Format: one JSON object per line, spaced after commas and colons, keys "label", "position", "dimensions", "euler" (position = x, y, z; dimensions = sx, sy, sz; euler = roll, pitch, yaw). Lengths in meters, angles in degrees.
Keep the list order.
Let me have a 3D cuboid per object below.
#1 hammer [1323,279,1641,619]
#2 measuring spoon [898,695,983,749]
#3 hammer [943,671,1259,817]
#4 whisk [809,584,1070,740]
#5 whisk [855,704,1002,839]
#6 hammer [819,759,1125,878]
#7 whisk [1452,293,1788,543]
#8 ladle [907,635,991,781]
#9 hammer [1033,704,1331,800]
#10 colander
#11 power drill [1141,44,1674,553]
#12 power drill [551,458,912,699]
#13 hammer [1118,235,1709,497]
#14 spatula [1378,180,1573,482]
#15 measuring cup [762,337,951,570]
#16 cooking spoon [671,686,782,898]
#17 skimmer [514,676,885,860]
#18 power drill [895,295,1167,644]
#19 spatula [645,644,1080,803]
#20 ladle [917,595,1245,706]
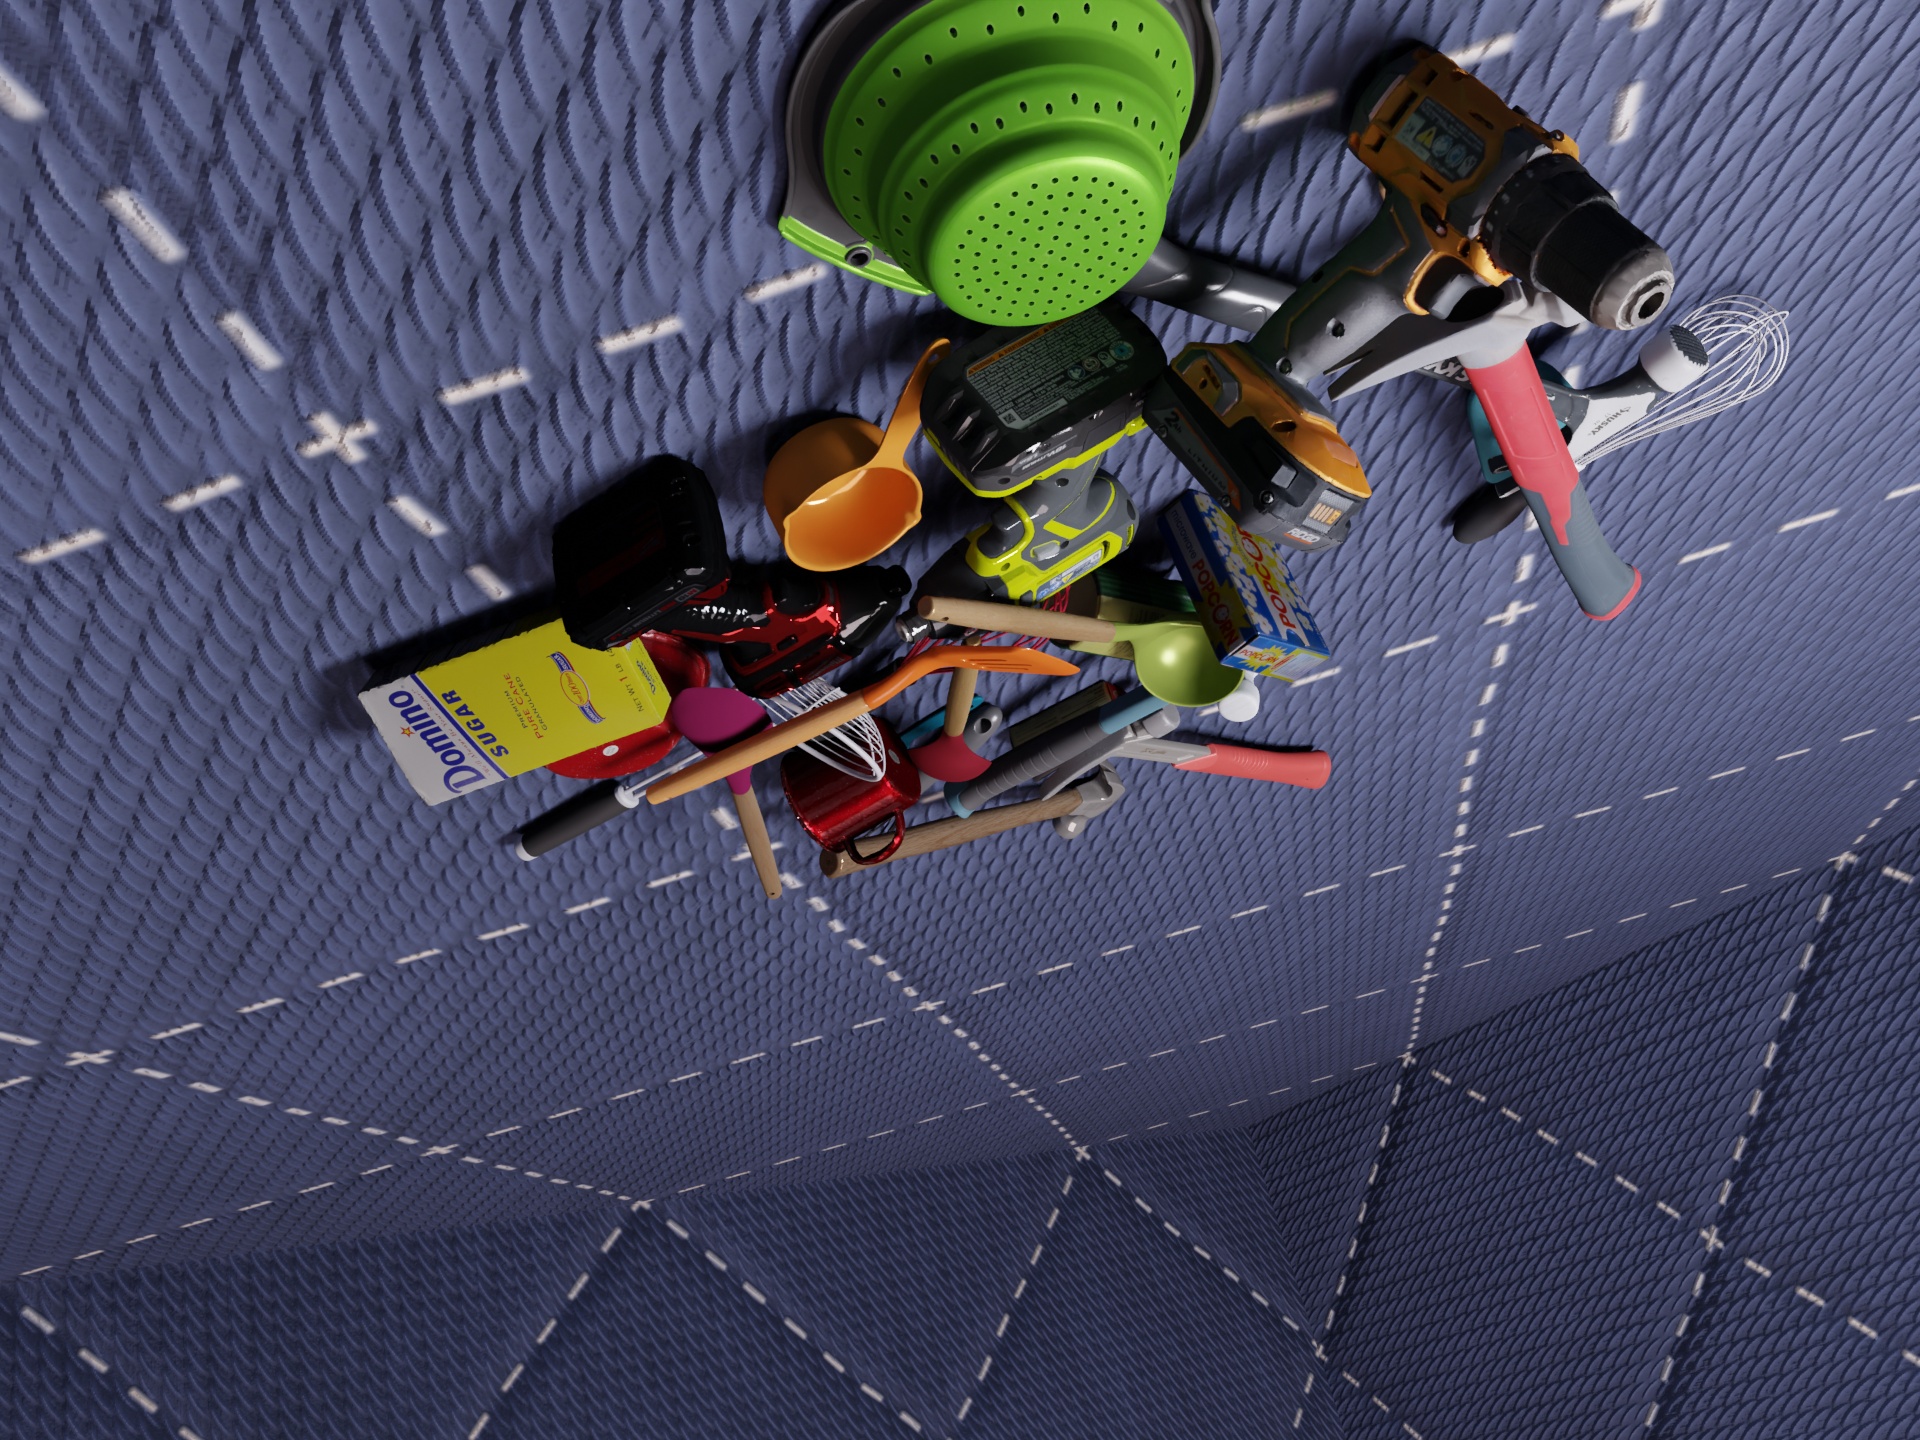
{"label": "hammer", "position": [0.353, -0.149, 1.001], "dimensions": [0.143, 0.038, 0.385], "euler": [-18, 151, 24]}
{"label": "measuring spoon", "position": [-0.030, 0.015, 1.322], "dimensions": [0.128, 0.021, 0.042], "euler": [-29, 152, 30]}
{"label": "hammer", "position": [0.107, 0.005, 1.274], "dimensions": [0.331, 0.128, 0.033], "euler": [-29, 121, 37]}
{"label": "whisk", "position": [-0.028, -0.044, 1.166], "dimensions": [0.073, 0.073, 0.296], "euler": [8, 153, -40]}
{"label": "whisk", "position": [-0.044, 0.053, 1.376], "dimensions": [0.055, 0.055, 0.239], "euler": [10, 141, -42]}
{"label": "hammer", "position": [0.018, 0.093, 1.433], "dimensions": [0.331, 0.031, 0.130], "euler": [-11, 155, -38]}
{"label": "whisk", "position": [0.448, -0.199, 1.110], "dimensions": [0.070, 0.070, 0.284], "euler": [2, 155, -32]}
{"label": "ladle", "position": [-0.002, -0.004, 1.172], "dimensions": [0.069, 0.031, 0.315], "euler": [8, 161, -1]}
{"label": "hammer", "position": [0.228, 0.040, 1.470], "dimensions": [0.149, 0.037, 0.358], "euler": [-33, 154, 34]}
{"label": "colander", "position": [0.082, -0.284, 0.669], "dimensions": [0.204, 0.095, 0.397], "euler": [10, 146, -43]}
{"label": "power drill", "position": [0.213, -0.187, 0.774], "dimensions": [0.084, 0.186, 0.226], "euler": [9, 127, -46]}
{"label": "power drill", "position": [-0.136, -0.080, 1.006], "dimensions": [0.143, 0.079, 0.219], "euler": [-26, 156, 25]}
{"label": "hammer", "position": [0.241, -0.217, 0.922], "dimensions": [0.408, 0.036, 0.149], "euler": [9, 148, -28]}
{"label": "spatula", "position": [0.312, -0.236, 0.963], "dimensions": [0.082, 0.044, 0.317], "euler": [-23, 153, 26]}
{"label": "measuring cup", "position": [-0.055, -0.163, 0.908], "dimensions": [0.095, 0.052, 0.173], "euler": [-6, 143, -37]}
{"label": "cooking spoon", "position": [-0.159, 0.061, 1.176], "dimensions": [0.069, 0.017, 0.318], "euler": [1, 150, 3]}
{"label": "skimmer", "position": [-0.218, 0.058, 1.227], "dimensions": [0.363, 0.090, 0.127], "euler": [-26, 134, 26]}
{"label": "power drill", "position": [0.037, -0.134, 0.937], "dimensions": [0.171, 0.080, 0.223], "euler": [-33, 160, -17]}
{"label": "spatula", "position": [-0.079, 0.003, 1.044], "dimensions": [0.322, 0.041, 0.081], "euler": [-23, 161, 24]}
{"label": "ladle", "position": [0.084, -0.048, 1.022], "dimensions": [0.078, 0.062, 0.320], "euler": [-31, 159, 33]}
